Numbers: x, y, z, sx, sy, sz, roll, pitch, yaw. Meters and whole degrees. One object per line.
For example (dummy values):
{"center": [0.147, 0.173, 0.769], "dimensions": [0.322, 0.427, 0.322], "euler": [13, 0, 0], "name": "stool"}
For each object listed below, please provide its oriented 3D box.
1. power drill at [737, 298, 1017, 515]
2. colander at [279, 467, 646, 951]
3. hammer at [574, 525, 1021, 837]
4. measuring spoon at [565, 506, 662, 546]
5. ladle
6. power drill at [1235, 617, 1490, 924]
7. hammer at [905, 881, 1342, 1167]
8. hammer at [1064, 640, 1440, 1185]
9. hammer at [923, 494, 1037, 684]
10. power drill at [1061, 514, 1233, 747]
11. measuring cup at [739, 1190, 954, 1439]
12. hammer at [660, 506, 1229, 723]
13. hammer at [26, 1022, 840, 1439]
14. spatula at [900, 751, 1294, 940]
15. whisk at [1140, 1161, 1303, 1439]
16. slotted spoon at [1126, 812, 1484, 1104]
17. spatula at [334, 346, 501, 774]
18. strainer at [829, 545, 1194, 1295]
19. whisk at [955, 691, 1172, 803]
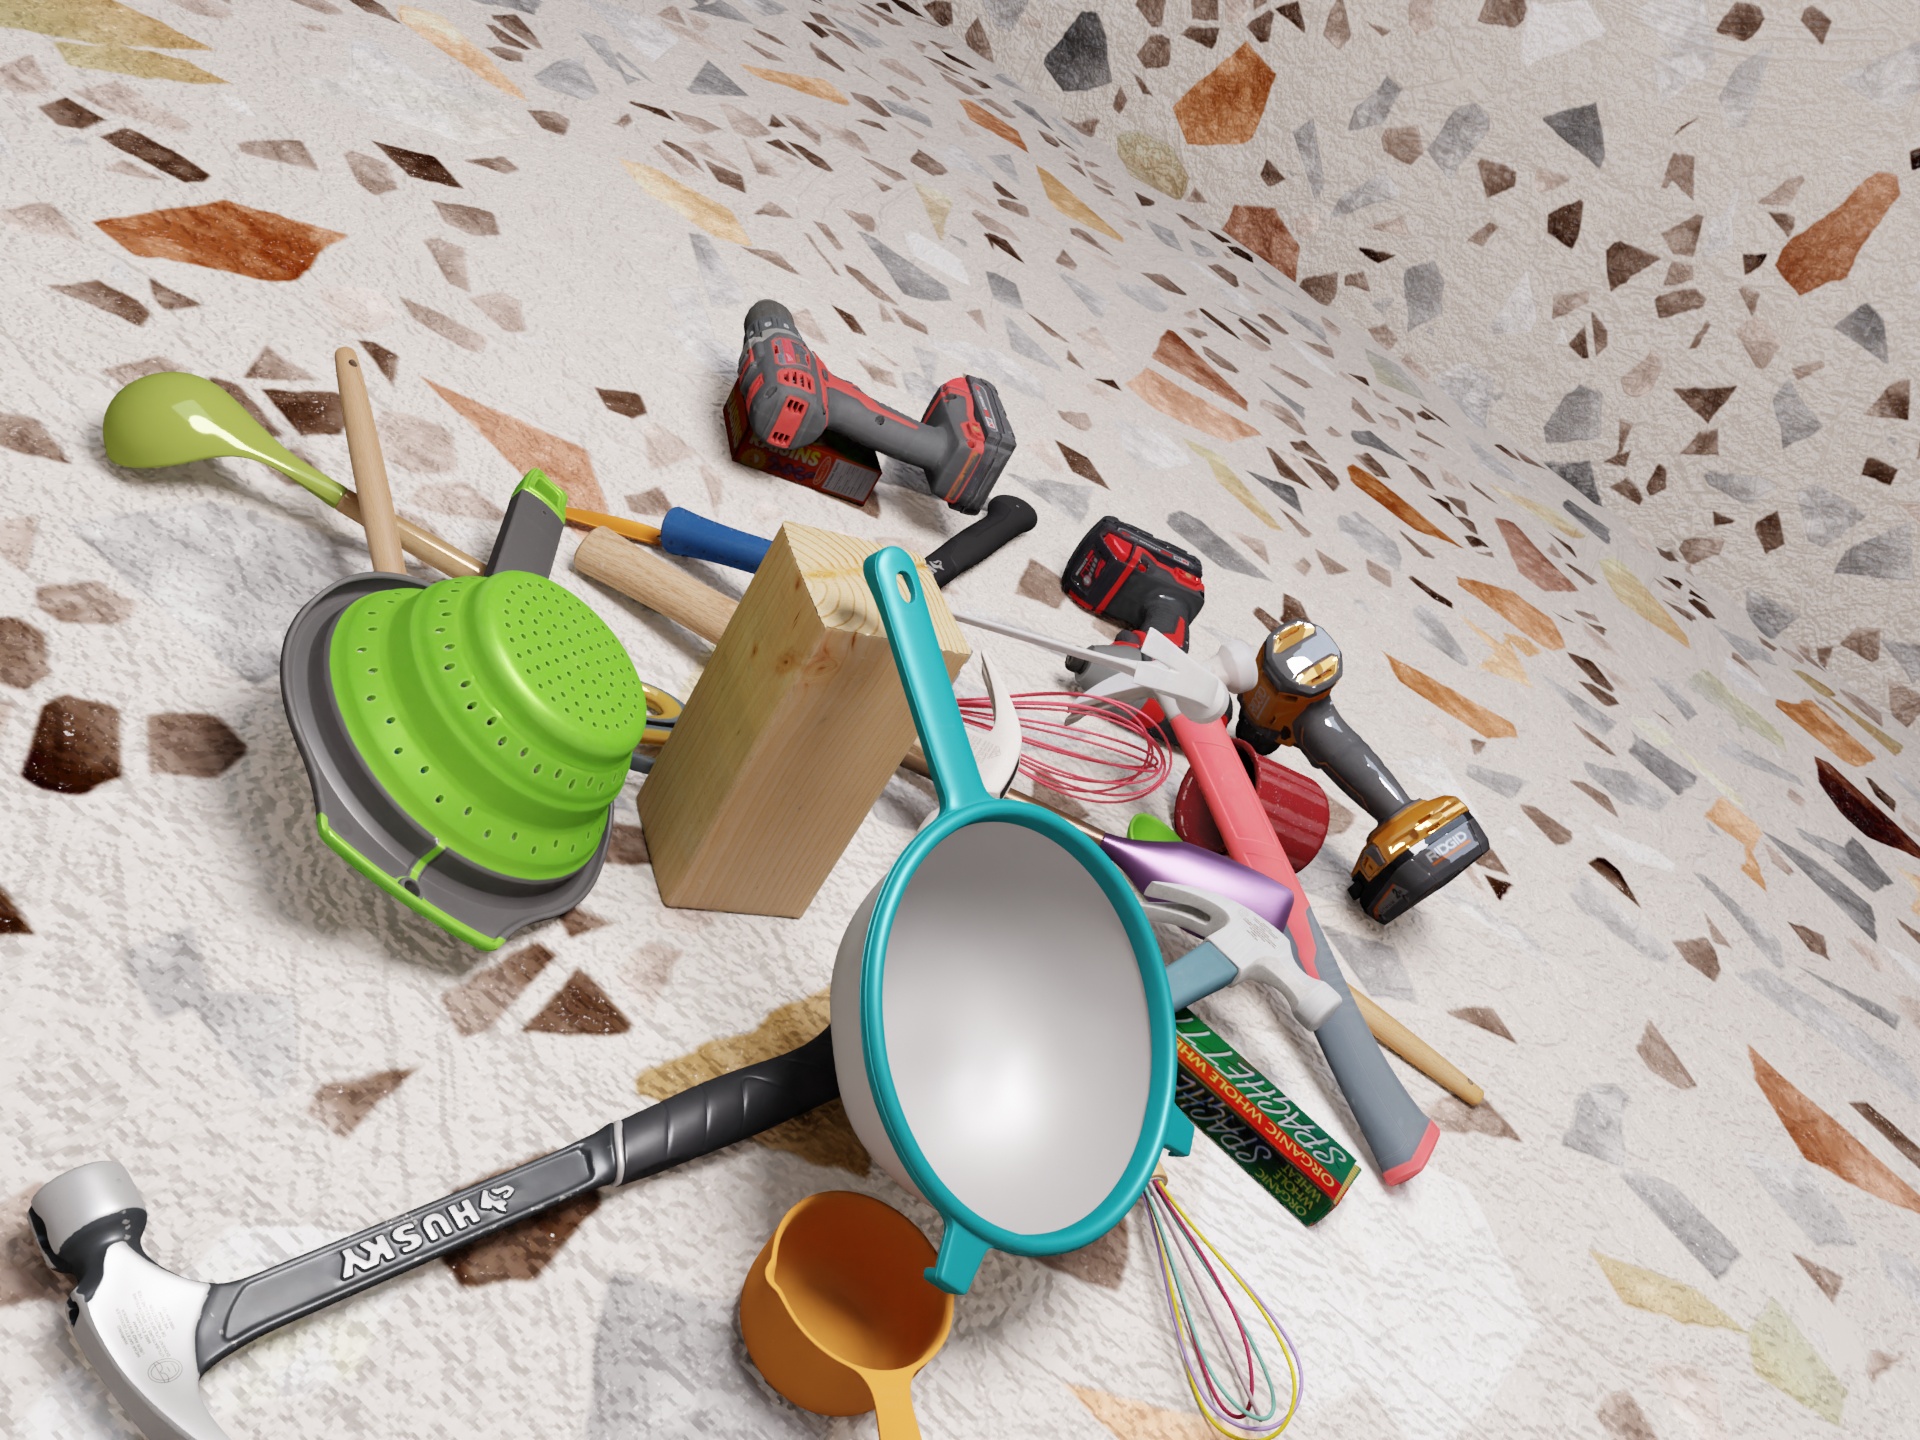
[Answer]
{"center": [-0.080, -0.271, 1.331], "dimensions": [0.226, 0.080, 0.188], "euler": [15, 36, -24], "name": "power drill"}
{"center": [-0.233, -0.056, 0.872], "dimensions": [0.204, 0.094, 0.398], "euler": [44, 23, -29], "name": "colander"}
{"center": [-0.108, -0.041, 1.034], "dimensions": [0.331, 0.031, 0.130], "euler": [29, 66, 13], "name": "hammer"}
{"center": [-0.250, -0.136, 1.121], "dimensions": [0.116, 0.011, 0.021], "euler": [11, 38, -39], "name": "measuring spoon"}
{"center": [-0.356, -0.112, 0.966], "dimensions": [0.320, 0.062, 0.078], "euler": [31, 31, -18], "name": "ladle"}
{"center": [0.299, 0.046, 1.259], "dimensions": [0.084, 0.185, 0.226], "euler": [-30, 73, -13], "name": "power drill"}
{"center": [0.080, 0.178, 0.907], "dimensions": [0.331, 0.033, 0.128], "euler": [-19, 53, -42], "name": "hammer"}
{"center": [0.202, 0.127, 1.071], "dimensions": [0.143, 0.038, 0.387], "euler": [-17, 65, -10], "name": "hammer"}
{"center": [-0.005, -0.128, 1.314], "dimensions": [0.146, 0.035, 0.335], "euler": [37, 30, 7], "name": "hammer"}
{"center": [0.149, -0.074, 1.344], "dimensions": [0.143, 0.078, 0.220], "euler": [23, 35, -17], "name": "power drill"}
{"center": [-0.043, 0.288, 0.671], "dimensions": [0.095, 0.052, 0.174], "euler": [13, 38, -31], "name": "measuring cup"}
{"center": [-0.025, -0.078, 1.061], "dimensions": [0.406, 0.035, 0.144], "euler": [18, -2, 20], "name": "hammer"}
{"center": [-0.164, 0.200, 0.698], "dimensions": [0.409, 0.036, 0.149], "euler": [-11, 53, -50], "name": "hammer"}
{"center": [0.069, 0.073, 1.059], "dimensions": [0.316, 0.018, 0.060], "euler": [24, 69, 6], "name": "spatula"}
{"center": [0.107, 0.270, 0.852], "dimensions": [0.051, 0.047, 0.245], "euler": [10, 33, -32], "name": "whisk"}
{"center": [0.239, 0.173, 1.123], "dimensions": [0.314, 0.031, 0.070], "euler": [37, 32, 2], "name": "slotted spoon"}
{"center": [-0.320, -0.092, 0.911], "dimensions": [0.082, 0.044, 0.318], "euler": [6, 56, -49], "name": "spatula"}
{"center": [-0.013, 0.089, 0.777], "dimensions": [0.211, 0.095, 0.340], "euler": [-12, 83, -47], "name": "strainer"}
{"center": [-0.002, -0.003, 1.067], "dimensions": [0.296, 0.073, 0.073], "euler": [14, 32, 0], "name": "whisk"}
